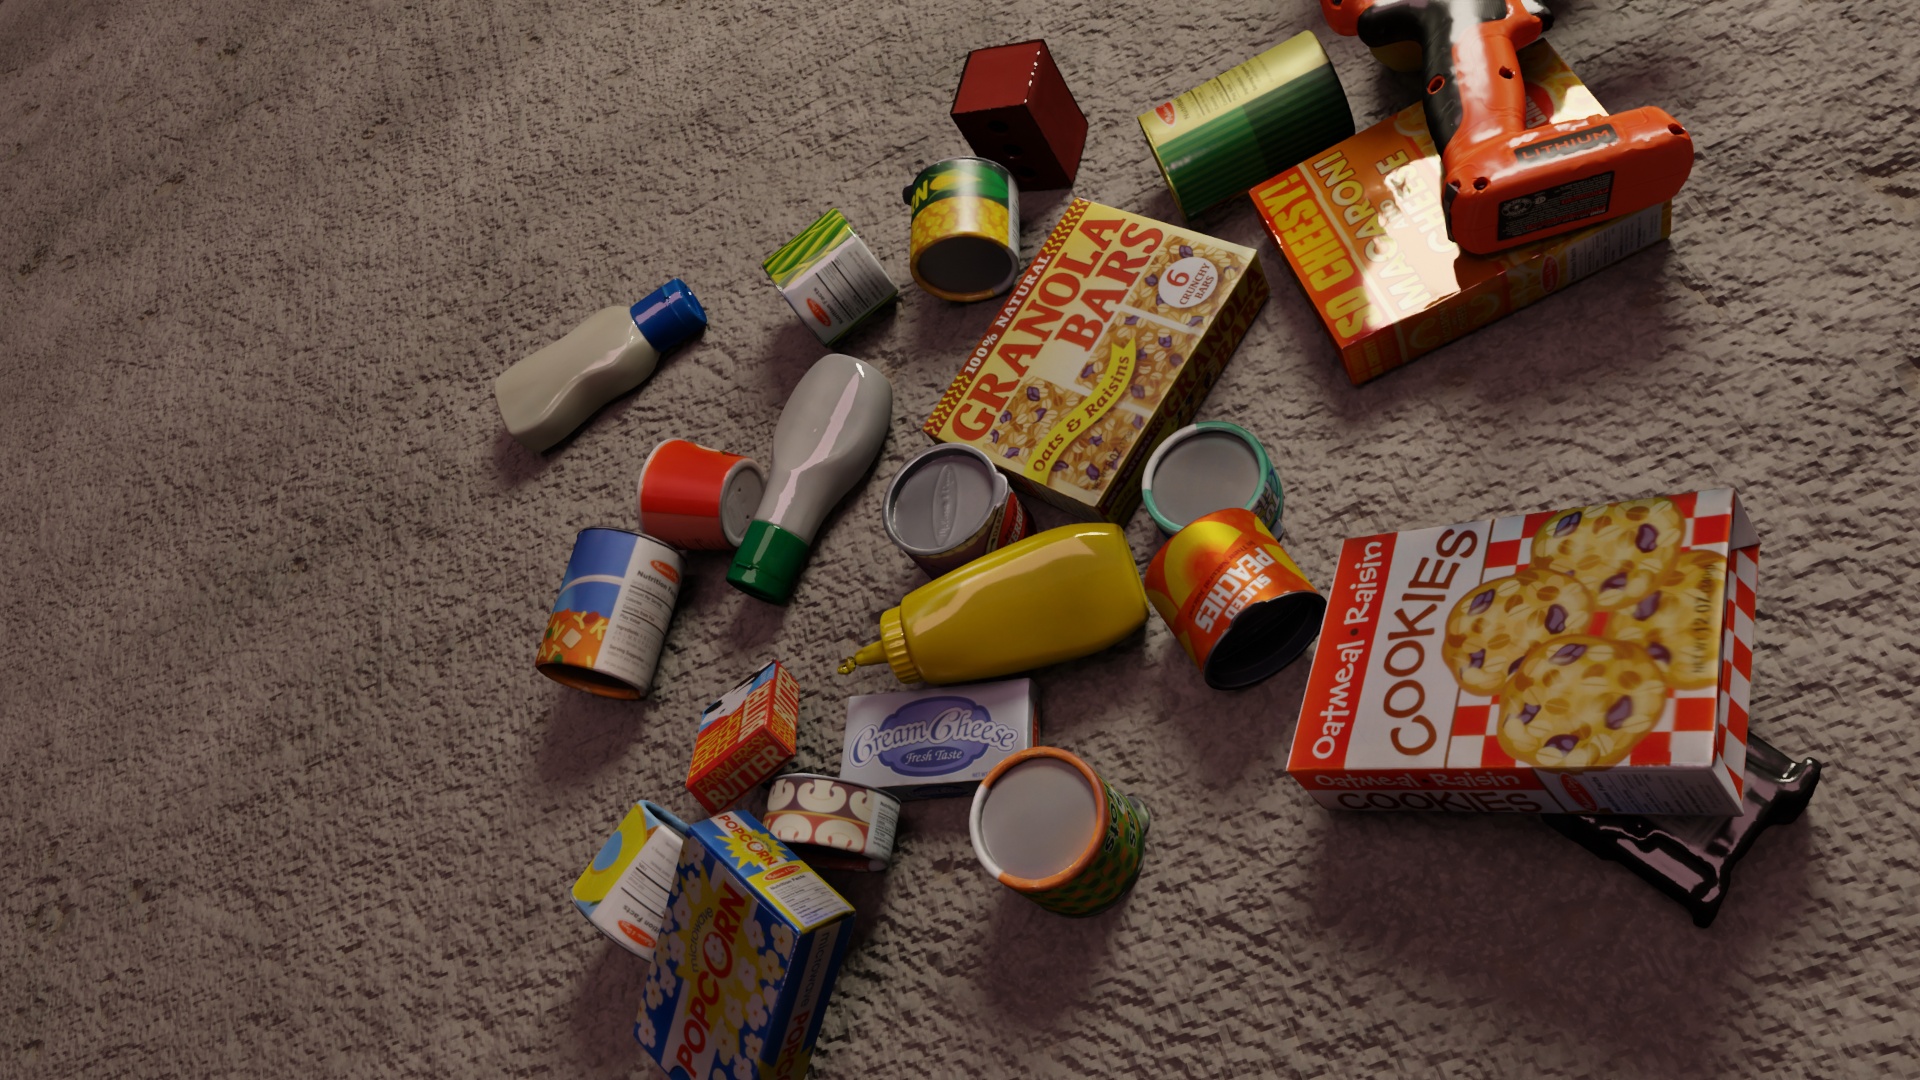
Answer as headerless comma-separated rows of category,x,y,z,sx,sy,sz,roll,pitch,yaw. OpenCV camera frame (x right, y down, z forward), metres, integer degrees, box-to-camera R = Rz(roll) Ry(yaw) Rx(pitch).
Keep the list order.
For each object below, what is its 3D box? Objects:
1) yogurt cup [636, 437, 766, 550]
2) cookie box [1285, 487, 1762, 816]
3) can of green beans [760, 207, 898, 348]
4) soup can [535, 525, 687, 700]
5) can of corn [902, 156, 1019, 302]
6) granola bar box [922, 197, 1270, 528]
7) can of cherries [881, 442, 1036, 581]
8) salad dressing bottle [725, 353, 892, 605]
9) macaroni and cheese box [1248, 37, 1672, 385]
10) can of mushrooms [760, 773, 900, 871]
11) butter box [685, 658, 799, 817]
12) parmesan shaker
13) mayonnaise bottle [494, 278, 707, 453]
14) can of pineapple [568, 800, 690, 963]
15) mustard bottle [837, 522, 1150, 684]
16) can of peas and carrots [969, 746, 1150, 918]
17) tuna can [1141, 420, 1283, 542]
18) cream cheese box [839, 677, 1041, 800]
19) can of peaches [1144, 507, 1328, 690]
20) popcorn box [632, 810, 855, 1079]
yogurt cup,-0.150,-0.024,0.819,0.054,0.072,0.072,7,67,21
cookie box,0.226,0.049,0.565,0.167,0.040,0.123,-10,46,44
can of green beans,-0.080,-0.162,0.857,0.058,0.071,0.071,-37,54,3
soup can,-0.204,0.043,0.806,0.071,0.071,0.084,1,65,27
can of corn,0.000,-0.184,0.828,0.071,0.071,0.058,-11,60,21
granola bar box,0.074,-0.099,0.763,0.124,0.039,0.166,26,78,34
can of cherries,0.003,-0.009,0.737,0.071,0.058,0.072,-12,58,20
salad dressing bottle,-0.089,-0.035,0.807,0.064,0.044,0.148,15,72,30
macaroni and cheese box,0.251,-0.168,0.712,0.166,0.040,0.124,-26,56,11
can of mushrooms,-0.067,0.140,0.684,0.071,0.071,0.033,-3,65,25
butter box,-0.111,0.100,0.720,0.053,0.024,0.104,-37,14,4
parmesan shaker,0.160,-0.228,0.773,0.103,0.071,0.071,-24,56,12
mayonnaise bottle,-0.240,-0.121,0.930,0.148,0.041,0.065,-31,56,7
can of pineapple,-0.156,0.174,0.712,0.071,0.071,0.058,31,80,35
mustard bottle,0.012,0.039,0.697,0.160,0.049,0.065,-17,89,10
can of peas and carrots,0.047,0.133,0.637,0.071,0.058,0.071,-11,60,21
tuna can,0.128,-0.024,0.698,0.071,0.032,0.071,-12,59,21
cream cheese box,-0.010,0.102,0.704,0.104,0.024,0.053,-9,59,22
can of peaches,0.127,0.026,0.649,0.071,0.071,0.058,-35,53,5
popcorn box,-0.103,0.203,0.649,0.085,0.038,0.126,32,114,35
